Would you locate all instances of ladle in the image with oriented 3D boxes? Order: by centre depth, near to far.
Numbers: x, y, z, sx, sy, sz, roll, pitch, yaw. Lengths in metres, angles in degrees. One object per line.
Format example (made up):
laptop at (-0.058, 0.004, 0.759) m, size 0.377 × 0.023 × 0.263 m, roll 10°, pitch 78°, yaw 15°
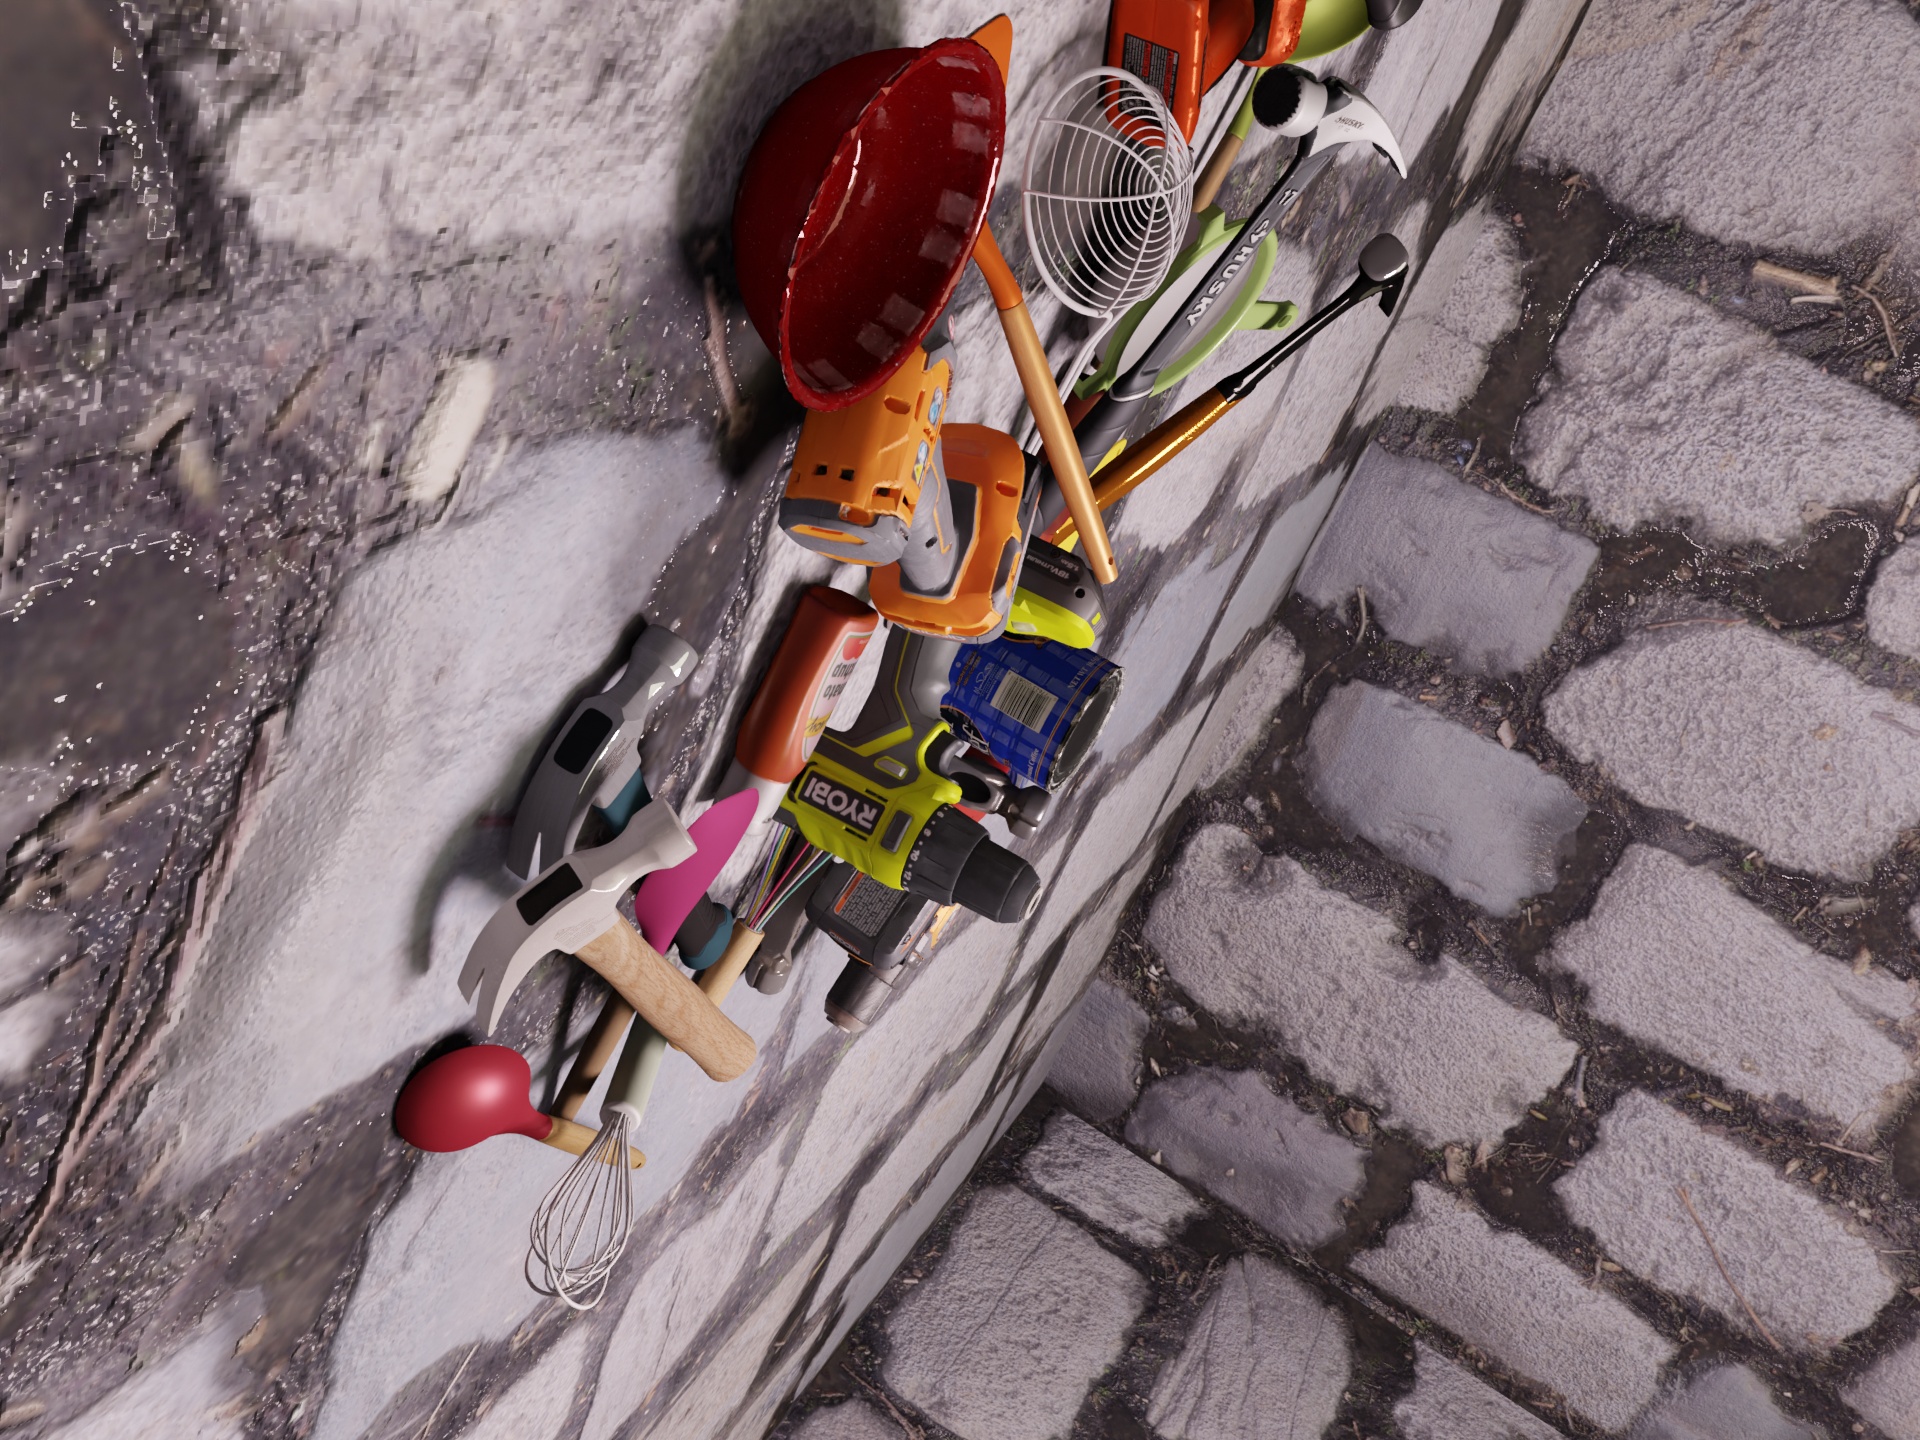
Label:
ladle at (-0.237, 0.240, 0.928) m, size 0.069 × 0.031 × 0.315 m, roll -41°, pitch 159°, yaw -9°
ladle at (0.189, -0.383, 1.122) m, size 0.320 × 0.062 × 0.078 m, roll -60°, pitch 154°, yaw 11°

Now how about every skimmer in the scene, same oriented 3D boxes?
skimmer at (0.041, -0.216, 0.968) m, size 0.127 × 0.090 × 0.363 m, roll -31°, pitch 163°, yaw -34°

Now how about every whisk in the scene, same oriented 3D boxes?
whisk at (-0.199, 0.236, 0.921) m, size 0.246 × 0.058 × 0.059 m, roll -83°, pitch 150°, yaw -62°
whisk at (-0.129, 0.124, 1.088) m, size 0.245 × 0.051 × 0.047 m, roll -58°, pitch 171°, yaw 6°

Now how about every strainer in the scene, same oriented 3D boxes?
strainer at (0.165, -0.302, 1.115) m, size 0.256 × 0.069 × 0.151 m, roll -19°, pitch 153°, yaw -55°

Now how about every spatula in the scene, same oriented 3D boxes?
spatula at (0.041, -0.200, 0.843) m, size 0.081 × 0.041 × 0.322 m, roll -51°, pitch 134°, yaw -30°

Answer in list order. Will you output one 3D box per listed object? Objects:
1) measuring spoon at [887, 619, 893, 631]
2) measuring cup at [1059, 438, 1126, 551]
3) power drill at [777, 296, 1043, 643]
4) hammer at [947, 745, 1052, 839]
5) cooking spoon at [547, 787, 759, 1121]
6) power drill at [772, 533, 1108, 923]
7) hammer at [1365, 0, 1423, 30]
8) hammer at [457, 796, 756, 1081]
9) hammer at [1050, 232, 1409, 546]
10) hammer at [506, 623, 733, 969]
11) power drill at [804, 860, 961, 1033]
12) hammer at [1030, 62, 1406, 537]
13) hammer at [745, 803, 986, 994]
measuring spoon at (-0.015, -0.110, 1.047) m, size 0.124 × 0.018 × 0.034 m, roll -65°, pitch 164°, yaw 16°
measuring cup at (0.102, -0.177, 1.280) m, size 0.156 × 0.029 × 0.062 m, roll -48°, pitch 162°, yaw -32°
power drill at (-0.018, -0.140, 0.838) m, size 0.226 × 0.084 × 0.164 m, roll 43°, pitch 60°, yaw -71°
hammer at (0.025, 0.001, 1.295) m, size 0.038 × 0.143 × 0.386 m, roll -62°, pitch 177°, yaw 15°
cooking spoon at (-0.182, 0.146, 0.890) m, size 0.069 × 0.017 × 0.318 m, roll -25°, pitch 155°, yaw -49°
power drill at (-0.002, -0.003, 0.977) m, size 0.228 × 0.190 × 0.080 m, roll -63°, pitch 166°, yaw -4°
hammer at (0.187, -0.450, 0.840) m, size 0.334 × 0.035 × 0.146 m, roll -1°, pitch 111°, yaw -58°
hammer at (-0.165, 0.145, 0.850) m, size 0.130 × 0.031 × 0.331 m, roll -34°, pitch 156°, yaw -9°
hammer at (0.187, -0.234, 1.191) m, size 0.337 × 0.034 × 0.127 m, roll -37°, pitch 173°, yaw 9°
hammer at (-0.167, 0.073, 0.875) m, size 0.128 × 0.033 × 0.330 m, roll -55°, pitch 165°, yaw -20°
power drill at (-0.053, 0.146, 1.184) m, size 0.185 × 0.084 × 0.226 m, roll -56°, pitch 169°, yaw -8°
hammer at (0.124, -0.230, 1.022) m, size 0.149 × 0.036 × 0.408 m, roll -8°, pitch 147°, yaw -46°
hammer at (-0.054, 0.099, 1.299) m, size 0.359 × 0.037 × 0.149 m, roll -28°, pitch 146°, yaw -63°
